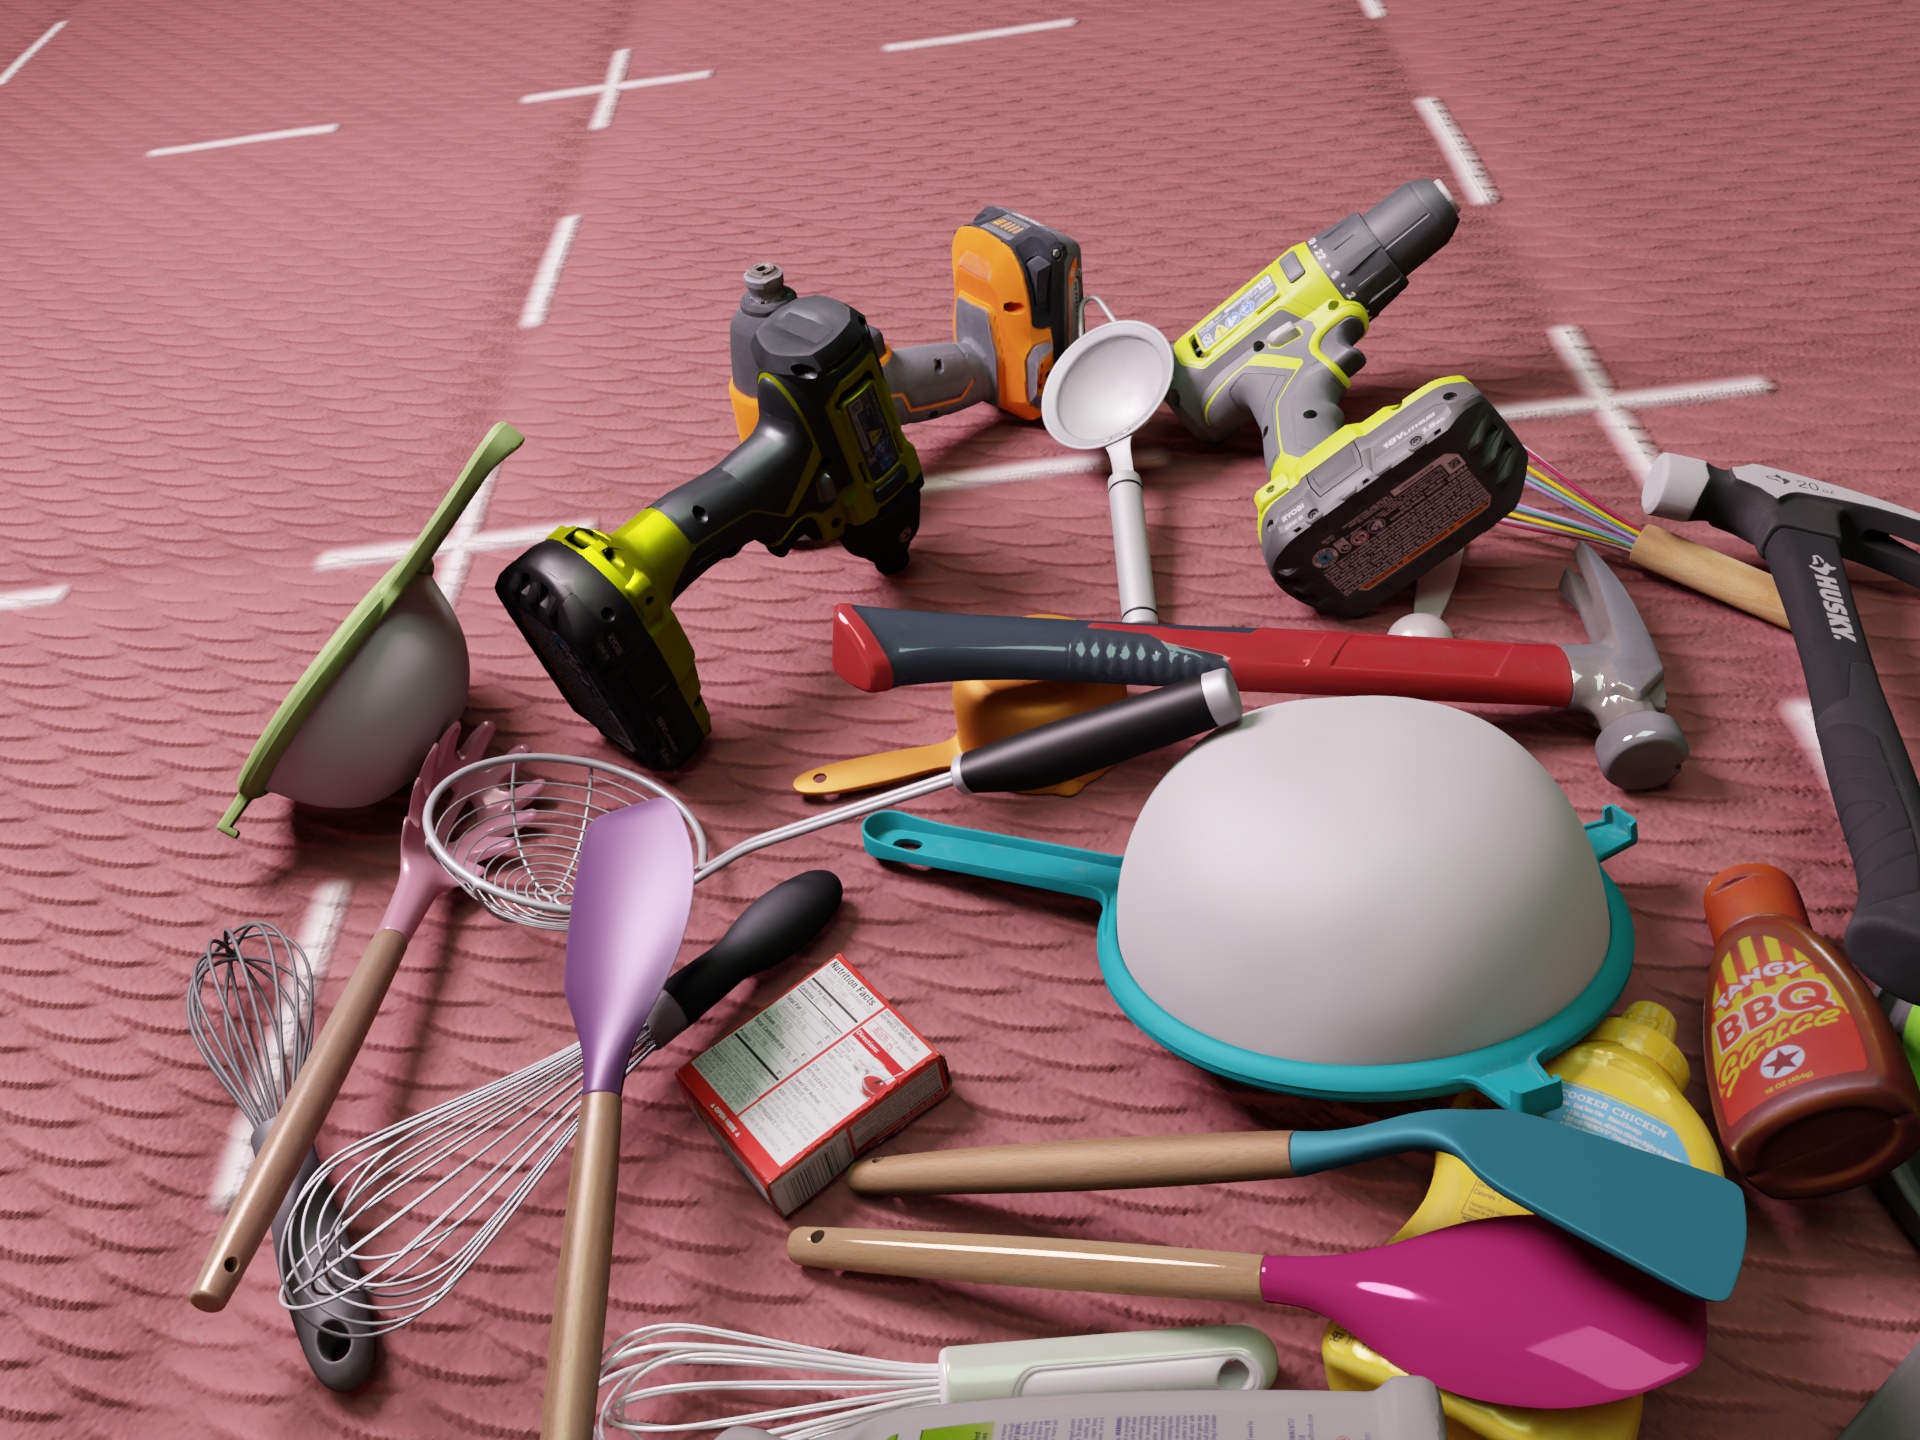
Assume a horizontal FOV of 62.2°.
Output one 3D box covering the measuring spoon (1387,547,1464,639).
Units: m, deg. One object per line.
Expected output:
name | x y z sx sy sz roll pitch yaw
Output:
measuring spoon | 0.249 -0.074 0.835 0.034 0.018 0.124 9 46 20

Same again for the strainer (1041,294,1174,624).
strainer | 0.092 -0.137 0.899 0.087 0.050 0.259 -21 51 26

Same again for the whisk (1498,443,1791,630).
whisk | 0.334 -0.103 0.830 0.245 0.047 0.051 32 35 31

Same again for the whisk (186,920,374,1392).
whisk | -0.280 0.172 0.663 0.055 0.055 0.239 -25 50 -15

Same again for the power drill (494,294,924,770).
power drill | -0.112 -0.088 0.823 0.080 0.171 0.223 30 65 34

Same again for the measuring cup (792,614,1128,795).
measuring cup | -0.001 -0.002 0.782 0.173 0.052 0.095 -13 44 -6

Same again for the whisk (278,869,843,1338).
whisk | -0.150 0.142 0.653 0.070 0.070 0.284 26 45 32

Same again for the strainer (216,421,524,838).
strainer | -0.261 -0.039 0.783 0.069 0.256 0.152 37 32 -14

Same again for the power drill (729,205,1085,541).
power drill | -0.034 -0.221 0.938 0.226 0.164 0.084 -31 47 -23

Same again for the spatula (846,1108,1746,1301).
spatula | 0.094 0.163 0.551 0.317 0.044 0.082 -12 4 30

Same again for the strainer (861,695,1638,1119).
strainer | 0.100 0.040 0.663 0.340 0.095 0.211 7 31 29

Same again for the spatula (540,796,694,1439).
spatula | -0.130 0.161 0.575 0.060 0.018 0.316 -16 51 18

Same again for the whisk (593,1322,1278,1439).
whisk | -0.013 0.231 0.550 0.246 0.058 0.059 -5 9 0

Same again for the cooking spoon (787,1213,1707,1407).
cooking spoon | 0.079 0.189 0.542 0.319 0.017 0.069 -5 35 26

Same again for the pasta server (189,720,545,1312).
pasta server | -0.254 0.111 0.692 0.040 0.060 0.316 -40 24 28

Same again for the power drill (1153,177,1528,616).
power drill | 0.214 -0.185 0.866 0.190 0.080 0.229 -36 41 23

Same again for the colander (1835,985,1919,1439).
colander | 0.363 0.164 0.511 0.397 0.094 0.205 -33 48 -22

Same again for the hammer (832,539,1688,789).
hammer | 0.133 -0.040 0.753 0.386 0.038 0.143 3 45 -3

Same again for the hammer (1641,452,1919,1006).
hammer | 0.382 -0.009 0.676 0.146 0.035 0.335 14 41 6

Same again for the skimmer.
skimmer | -0.064 0.016 0.692 0.363 0.090 0.127 -18 18 20
